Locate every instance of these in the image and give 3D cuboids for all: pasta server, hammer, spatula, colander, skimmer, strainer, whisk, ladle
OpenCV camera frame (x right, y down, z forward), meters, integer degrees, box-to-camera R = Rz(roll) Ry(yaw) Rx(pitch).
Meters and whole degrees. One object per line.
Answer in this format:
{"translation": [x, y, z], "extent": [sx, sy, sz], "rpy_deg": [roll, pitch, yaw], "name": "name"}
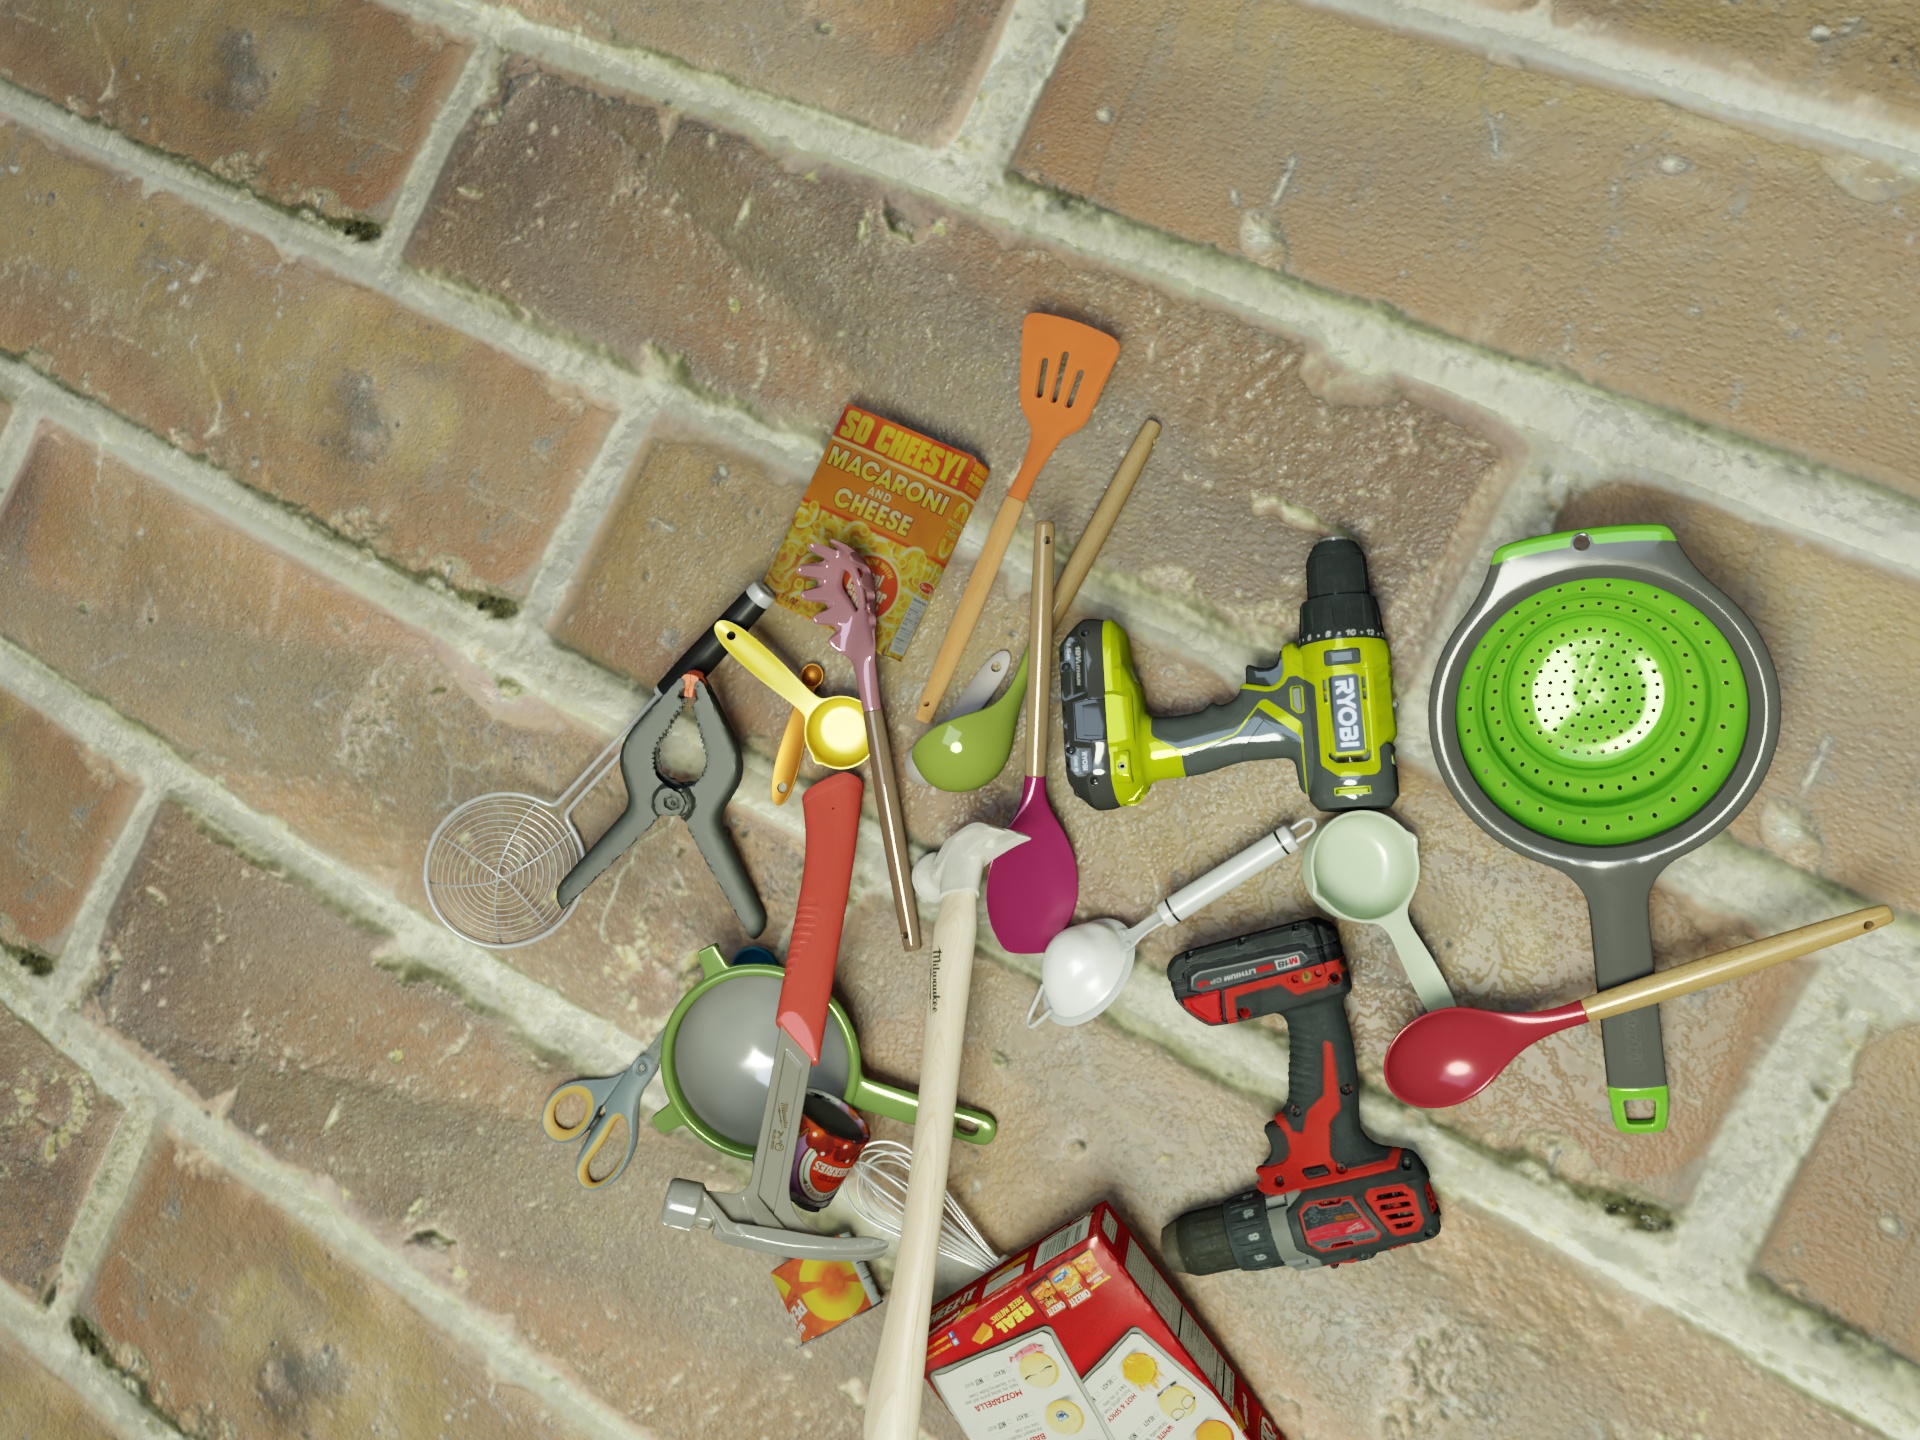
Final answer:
{"translation": [-0.067, 0.020, 1.201], "extent": [0.060, 0.040, 0.316], "rpy_deg": [-9, 92, 36], "name": "pasta server"}
{"translation": [-0.015, 0.272, 1.075], "extent": [0.038, 0.146, 0.411], "rpy_deg": [15, 67, -18], "name": "hammer"}
{"translation": [0.030, -0.149, 1.216], "extent": [0.081, 0.041, 0.322], "rpy_deg": [23, 92, 19], "name": "spatula"}
{"translation": [0.423, 0.069, 1.040], "extent": [0.204, 0.094, 0.397], "rpy_deg": [-6, 99, 19], "name": "colander"}
{"translation": [-0.278, 0.031, 1.255], "extent": [0.127, 0.090, 0.363], "rpy_deg": [43, 105, -7], "name": "skimmer"}
{"translation": [-0.095, 0.265, 1.200], "extent": [0.256, 0.069, 0.151], "rpy_deg": [16, 98, 2], "name": "strainer"}
{"translation": [-0.101, 0.197, 1.134], "extent": [0.149, 0.036, 0.359], "rpy_deg": [12, 55, -5], "name": "hammer"}
{"translation": [0.019, 0.388, 1.138], "extent": [0.246, 0.057, 0.059], "rpy_deg": [36, 77, 10], "name": "whisk"}
{"translation": [0.062, -0.088, 1.192], "extent": [0.062, 0.078, 0.320], "rpy_deg": [25, 84, 30], "name": "ladle"}
{"translation": [0.418, 0.173, 0.998], "extent": [0.315, 0.031, 0.069], "rpy_deg": [-23, 105, 19], "name": "ladle"}
{"translation": [0.139, 0.138, 1.121], "extent": [0.258, 0.050, 0.087], "rpy_deg": [-34, 33, 14], "name": "strainer"}

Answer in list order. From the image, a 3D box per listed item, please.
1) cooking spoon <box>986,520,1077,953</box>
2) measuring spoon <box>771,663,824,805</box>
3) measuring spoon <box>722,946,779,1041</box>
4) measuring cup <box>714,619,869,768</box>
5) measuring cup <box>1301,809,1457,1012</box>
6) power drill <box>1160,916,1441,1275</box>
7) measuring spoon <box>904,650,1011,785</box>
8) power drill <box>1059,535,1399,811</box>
{"translation": [0.056, 0.015, 1.160], "extent": [0.068, 0.017, 0.319], "rpy_deg": [1, 97, -9], "name": "cooking spoon"}
{"translation": [-0.130, 0.012, 1.266], "extent": [0.021, 0.011, 0.117], "rpy_deg": [16, 92, 18], "name": "measuring spoon"}
{"translation": [-0.180, 0.231, 1.254], "extent": [0.042, 0.021, 0.128], "rpy_deg": [39, 105, 18], "name": "measuring spoon"}
{"translation": [-0.129, -0.024, 1.236], "extent": [0.156, 0.029, 0.062], "rpy_deg": [41, 93, 0], "name": "measuring cup"}
{"translation": [0.293, 0.140, 1.092], "extent": [0.083, 0.038, 0.167], "rpy_deg": [-28, 88, -9], "name": "measuring cup"}
{"translation": [0.206, 0.263, 1.087], "extent": [0.188, 0.080, 0.227], "rpy_deg": [-18, 81, 16], "name": "power drill"}
{"translation": [-0.002, -0.004, 1.219], "extent": [0.034, 0.018, 0.124], "rpy_deg": [38, 95, 19], "name": "measuring spoon"}
{"translation": [0.191, -0.026, 1.128], "extent": [0.228, 0.080, 0.191], "rpy_deg": [-5, 82, 15], "name": "power drill"}
